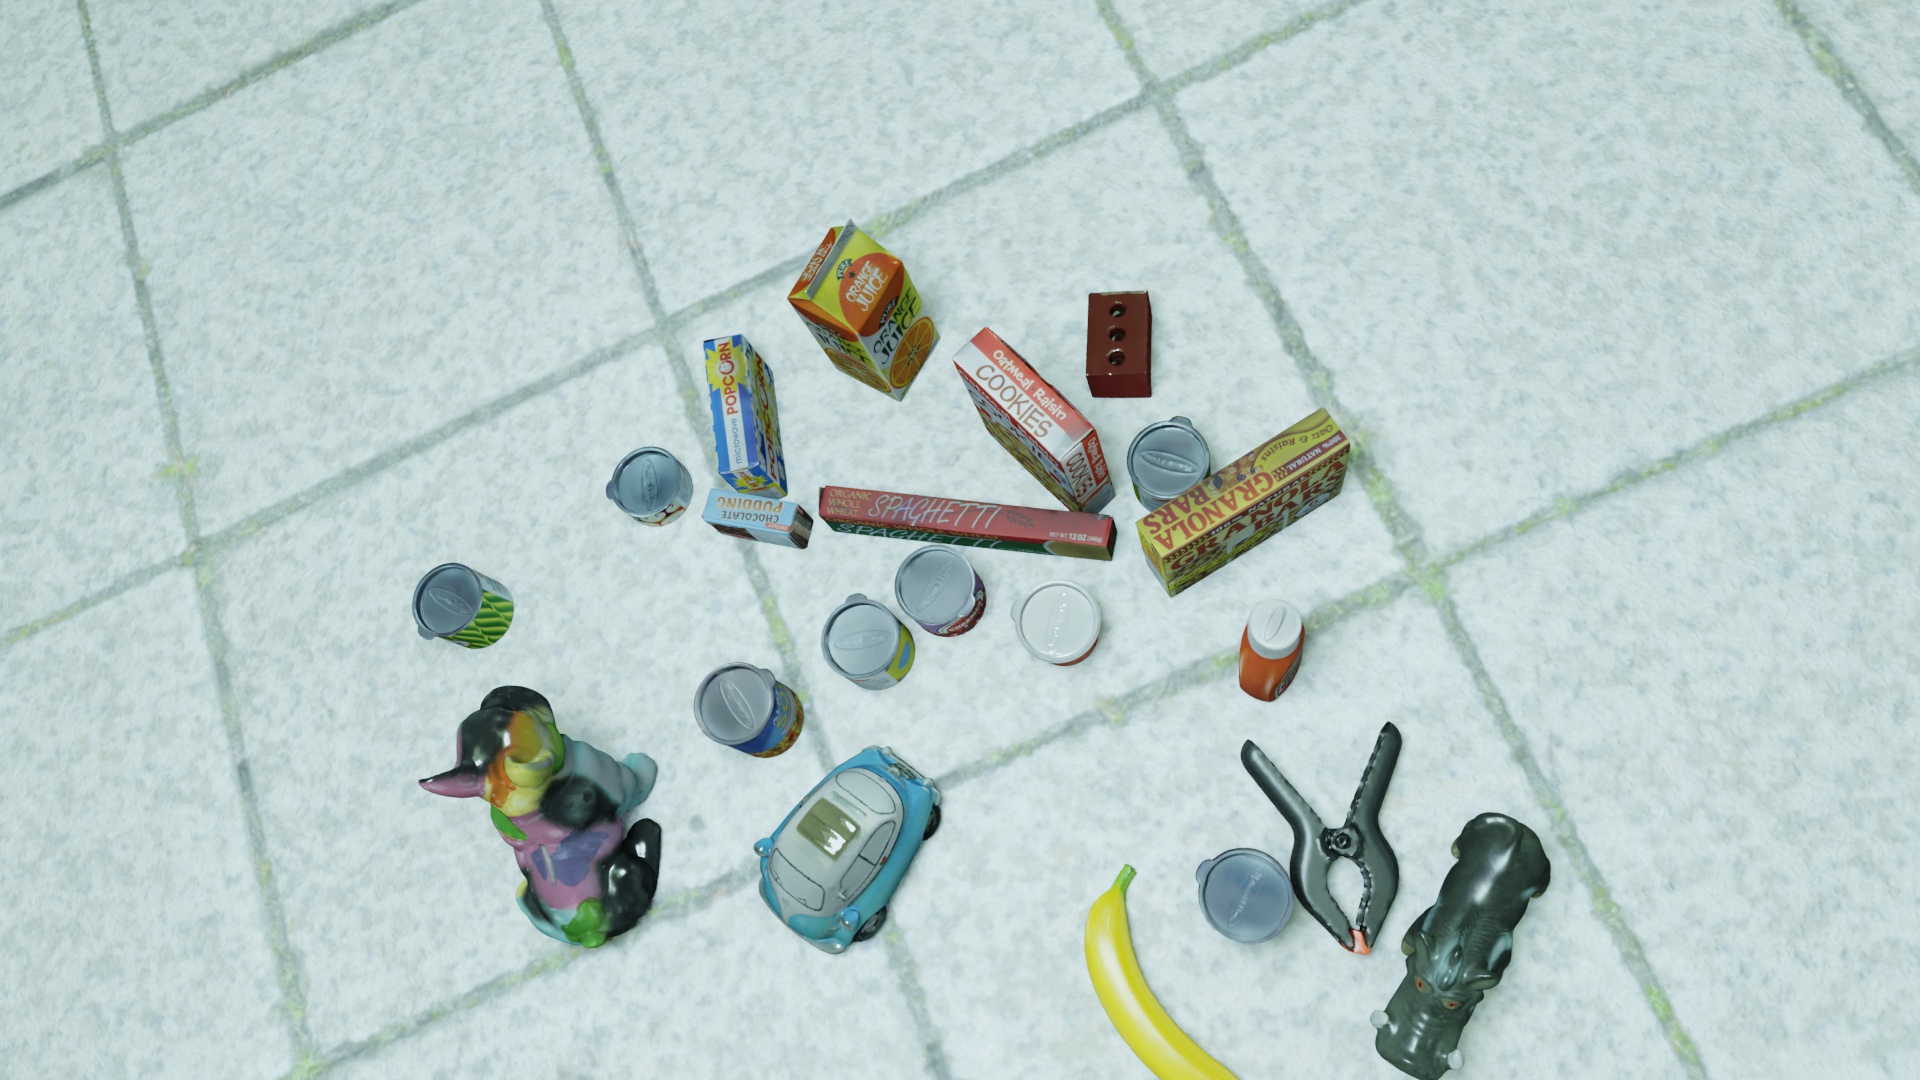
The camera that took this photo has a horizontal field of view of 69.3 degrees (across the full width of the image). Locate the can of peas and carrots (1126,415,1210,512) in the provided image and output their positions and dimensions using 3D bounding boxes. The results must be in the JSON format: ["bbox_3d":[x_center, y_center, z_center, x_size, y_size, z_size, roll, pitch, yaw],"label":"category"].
[{"bbox_3d":[0.172,-0.060,1.135,0.071,0.058,0.071,-3,73,11],"label":"can of peas and carrots"}]

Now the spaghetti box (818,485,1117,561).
[{"bbox_3d":[0.004,-0.015,1.160,0.250,0.050,0.029,6,75,13],"label":"spaghetti box"}]

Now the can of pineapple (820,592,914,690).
[{"bbox_3d":[-0.075,0.085,1.142,0.071,0.057,0.071,-3,73,11],"label":"can of pineapple"}]

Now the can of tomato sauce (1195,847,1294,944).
[{"bbox_3d":[0.207,0.261,1.017,0.071,0.083,0.071,-3,73,11],"label":"can of tomato sauce"}]

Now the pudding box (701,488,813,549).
[{"bbox_3d":[-0.175,-0.018,1.198,0.084,0.049,0.030,10,76,14],"label":"pudding box"}]

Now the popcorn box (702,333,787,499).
[{"bbox_3d":[-0.186,-0.105,1.208,0.038,0.085,0.127,-13,71,8],"label":"popcorn box"}]

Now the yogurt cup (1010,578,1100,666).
[{"bbox_3d":[0.081,0.070,1.117,0.072,0.054,0.072,-3,73,11],"label":"yogurt cup"}]

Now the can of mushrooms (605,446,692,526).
[{"bbox_3d":[-0.276,-0.047,1.236,0.071,0.033,0.071,-3,73,11],"label":"can of mushrooms"}]

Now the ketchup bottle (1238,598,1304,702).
[{"bbox_3d":[0.232,0.078,1.033,0.043,0.148,0.065,25,80,17],"label":"ketchup bottle"}]

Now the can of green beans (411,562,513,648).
[{"bbox_3d":[-0.437,0.059,1.223,0.071,0.057,0.071,-3,73,11],"label":"can of green beans"}]

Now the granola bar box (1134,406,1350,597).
[{"bbox_3d":[0.220,-0.026,1.080,0.165,0.124,0.039,-32,70,1],"label":"granola bar box"}]

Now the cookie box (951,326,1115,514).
[{"bbox_3d":[0.062,-0.089,1.109,0.040,0.167,0.123,-44,70,-3],"label":"cookie box"}]

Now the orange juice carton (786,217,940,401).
[{"bbox_3d":[-0.083,-0.193,1.157,0.073,0.192,0.072,28,81,18],"label":"orange juice carton"}]

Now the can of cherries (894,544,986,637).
[{"bbox_3d":[-0.014,0.044,1.141,0.071,0.058,0.071,-3,73,11],"label":"can of cherries"}]

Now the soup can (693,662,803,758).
[{"bbox_3d":[-0.168,0.138,1.131,0.071,0.083,0.071,-3,73,11],"label":"soup can"}]
